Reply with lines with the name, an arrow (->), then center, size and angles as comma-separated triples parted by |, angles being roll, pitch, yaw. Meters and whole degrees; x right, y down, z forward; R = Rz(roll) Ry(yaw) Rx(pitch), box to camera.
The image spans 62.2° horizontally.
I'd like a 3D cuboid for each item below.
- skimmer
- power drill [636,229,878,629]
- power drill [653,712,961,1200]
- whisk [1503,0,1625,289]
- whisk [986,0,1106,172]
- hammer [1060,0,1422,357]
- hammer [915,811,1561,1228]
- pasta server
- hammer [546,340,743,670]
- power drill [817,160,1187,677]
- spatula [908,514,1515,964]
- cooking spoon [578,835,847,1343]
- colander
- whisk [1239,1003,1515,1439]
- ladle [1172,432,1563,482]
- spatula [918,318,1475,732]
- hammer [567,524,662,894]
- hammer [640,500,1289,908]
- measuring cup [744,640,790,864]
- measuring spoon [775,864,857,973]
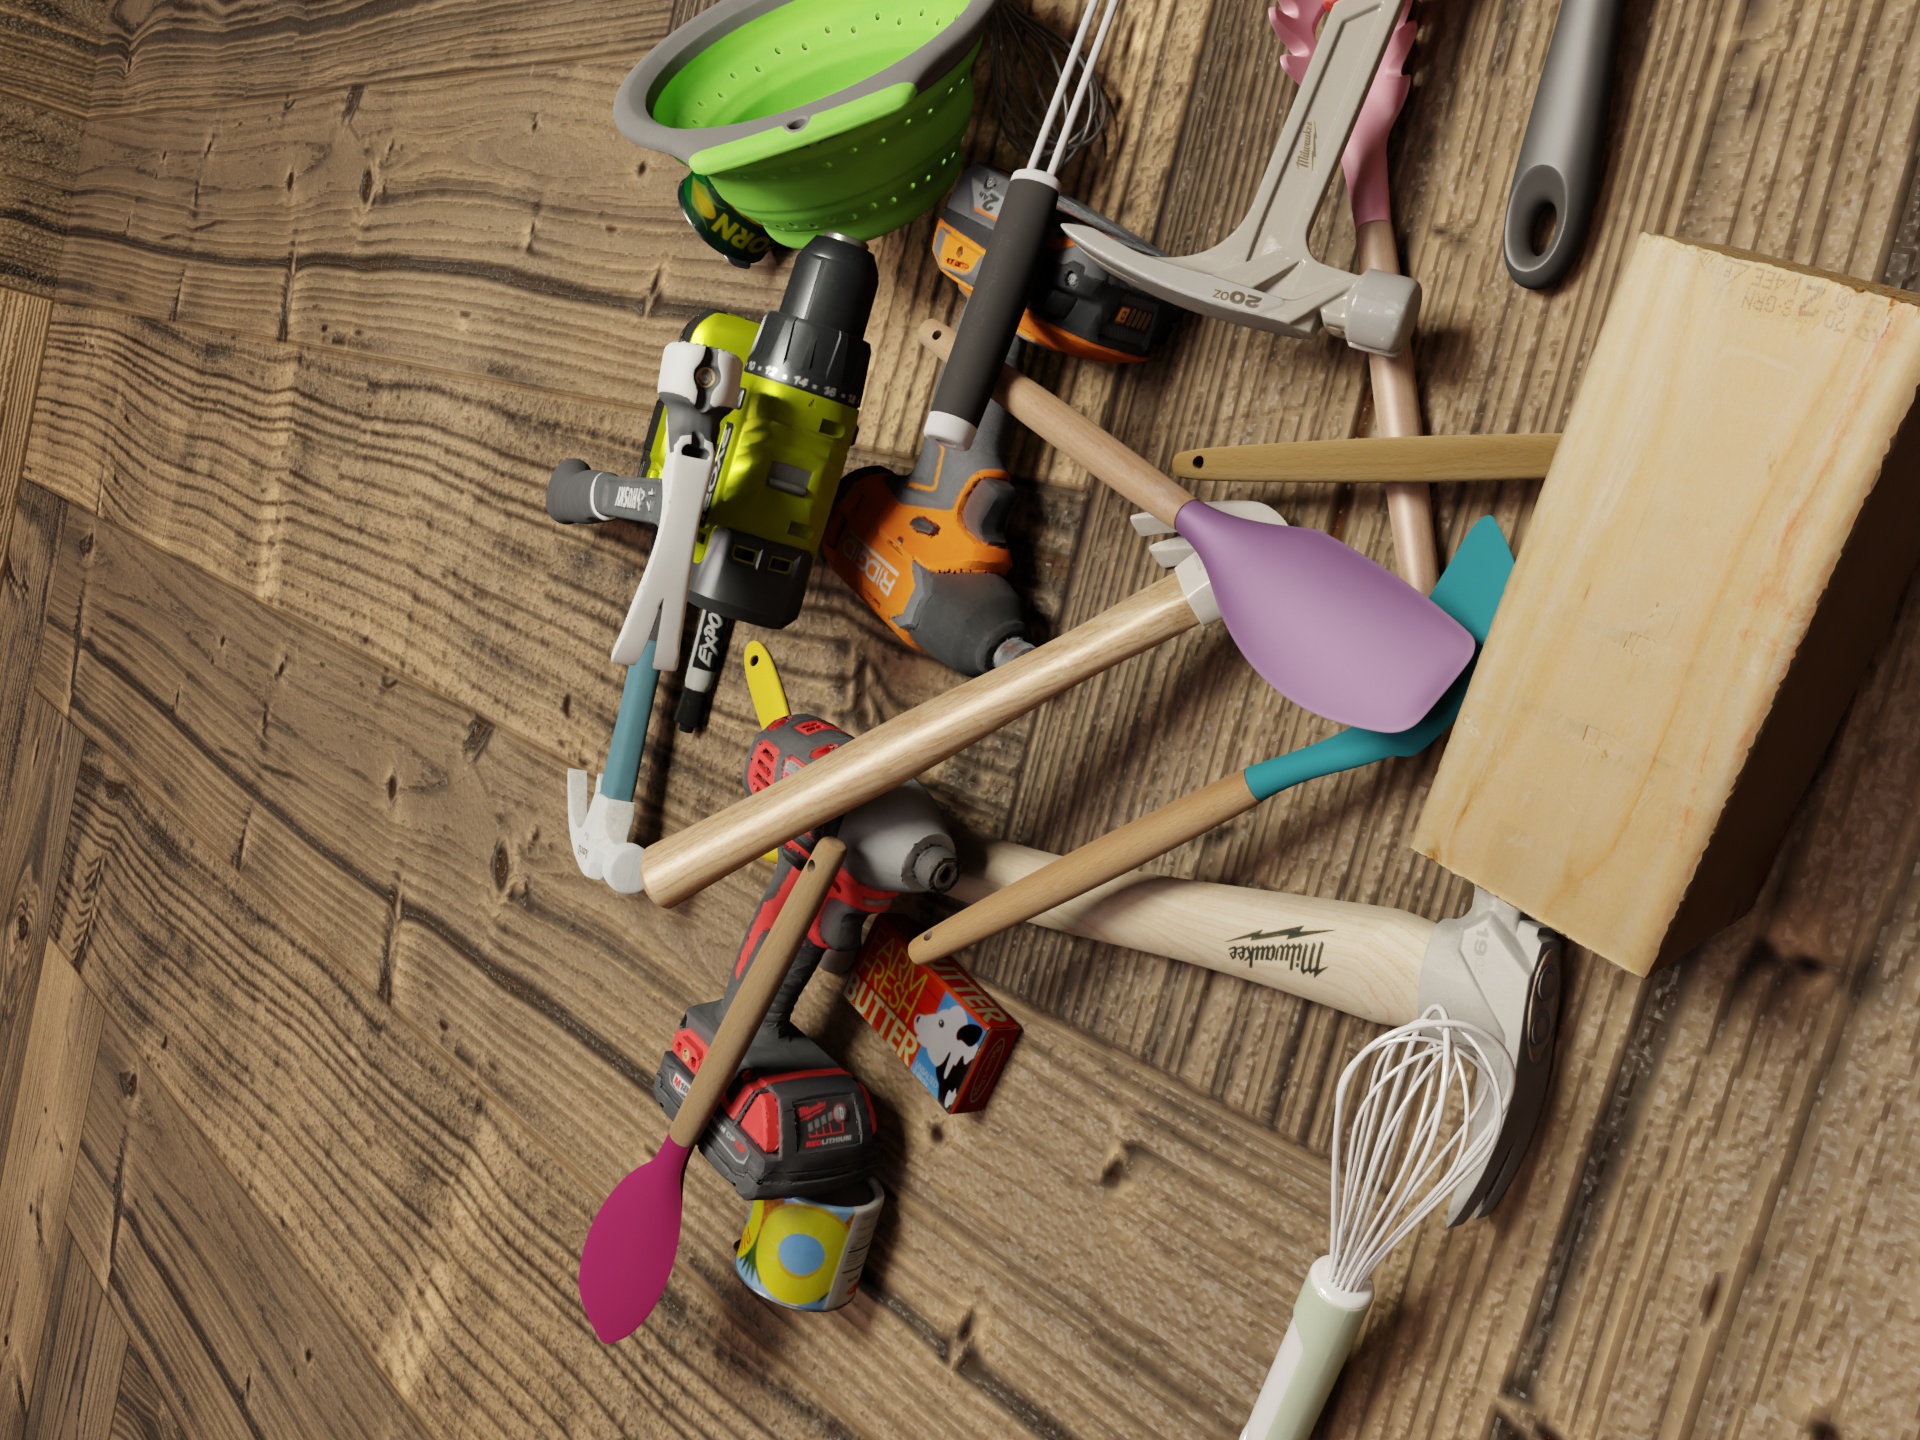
skimmer -> 0.038, -0.298, 0.673 | 0.127, 0.090, 0.363 | 18, 88, 33
power drill -> -0.108, -0.162, 0.853 | 0.229, 0.080, 0.190 | -142, 69, -67
power drill -> -0.072, 0.120, 0.799 | 0.143, 0.078, 0.219 | 30, 109, 44
whisk -> 0.245, -0.312, 0.594 | 0.073, 0.073, 0.296 | 19, 104, 45
whisk -> 0.022, -0.374, 0.836 | 0.055, 0.055, 0.239 | -42, 52, 33
hammer -> 0.173, -0.333, 0.640 | 0.149, 0.036, 0.359 | 23, 94, 20
hammer -> 0.070, 0.093, 0.724 | 0.411, 0.038, 0.146 | 9, 92, 46
pasta server -> 0.173, -0.182, 0.657 | 0.060, 0.040, 0.316 | -8, 79, 19
hammer -> -0.195, -0.121, 0.894 | 0.409, 0.036, 0.149 | -159, 79, -68
power drill -> 0.020, -0.136, 0.780 | 0.164, 0.084, 0.226 | 46, 120, 39
spatula -> 0.093, 0.030, 0.654 | 0.317, 0.044, 0.082 | -31, 32, 28
cooking spoon -> -0.127, 0.186, 0.782 | 0.069, 0.017, 0.318 | 47, 118, 40
colander -> -0.067, -0.362, 0.865 | 0.204, 0.094, 0.398 | -15, 43, 10
whisk -> 0.143, 0.202, 0.588 | 0.058, 0.059, 0.246 | -89, 9, -59
ladle -> 0.213, -0.099, 0.589 | 0.315, 0.031, 0.069 | 6, 93, 41
spatula -> 0.075, -0.094, 0.651 | 0.060, 0.018, 0.316 | -51, 53, 7
hammer -> -0.191, -0.063, 1.001 | 0.128, 0.033, 0.331 | 11, 88, 61
hammer -> -0.001, -0.002, 0.708 | 0.331, 0.031, 0.130 | -28, 29, 13
measuring cup -> -0.110, 0.014, 0.919 | 0.062, 0.029, 0.157 | -34, 58, 23
measuring spoon -> -0.095, 0.093, 0.904 | 0.034, 0.018, 0.124 | -56, 49, 24
